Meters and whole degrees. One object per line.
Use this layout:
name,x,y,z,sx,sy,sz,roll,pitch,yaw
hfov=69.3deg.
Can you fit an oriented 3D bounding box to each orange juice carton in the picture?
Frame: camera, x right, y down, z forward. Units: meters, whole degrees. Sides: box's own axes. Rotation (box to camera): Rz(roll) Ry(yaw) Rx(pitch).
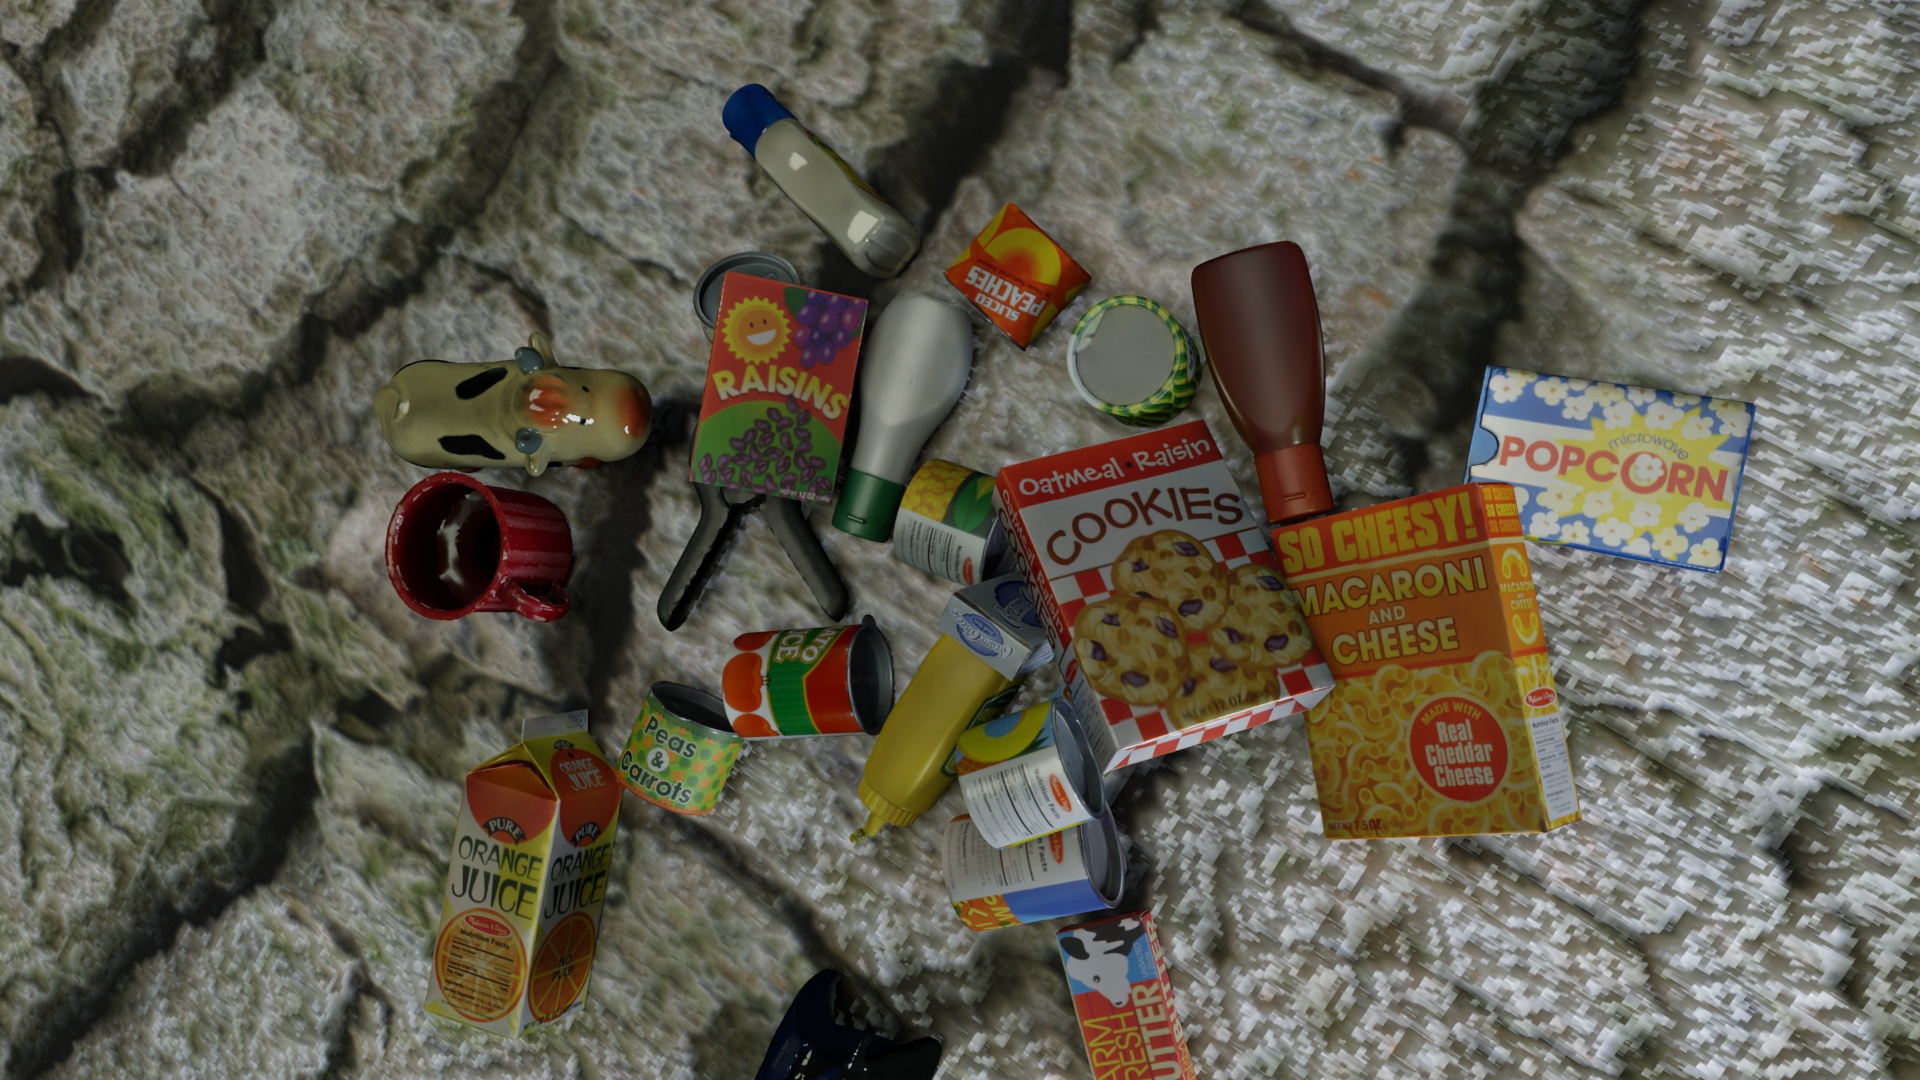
orange juice carton,-0.271,0.204,0.878,0.073,0.072,0.192,10,90,19

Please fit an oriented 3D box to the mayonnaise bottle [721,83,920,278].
mayonnaise bottle,-0.089,-0.223,0.852,0.041,0.065,0.148,-47,70,12

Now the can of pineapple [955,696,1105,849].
can of pineapple,0.037,0.121,0.728,0.058,0.071,0.071,-22,80,16

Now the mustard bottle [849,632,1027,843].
mustard bottle,-0.018,0.115,0.804,0.049,0.065,0.160,38,105,21

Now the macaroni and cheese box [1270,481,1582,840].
macaroni and cheese box,0.231,0.064,0.705,0.123,0.040,0.166,-16,79,46

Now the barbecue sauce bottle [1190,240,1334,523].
barbecue sauce bottle,0.171,-0.085,0.760,0.065,0.044,0.148,-13,83,18

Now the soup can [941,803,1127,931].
soup can,0.042,0.179,0.775,0.083,0.071,0.071,-17,81,21

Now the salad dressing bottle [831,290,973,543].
salad dressing bottle,-0.038,-0.073,0.832,0.064,0.044,0.147,20,94,10

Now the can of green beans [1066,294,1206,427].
can of green beans,0.098,-0.100,0.779,0.071,0.058,0.071,-1,86,19

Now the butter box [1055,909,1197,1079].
butter box,0.093,0.262,0.773,0.053,0.024,0.103,-18,80,18

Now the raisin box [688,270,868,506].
raisin box,-0.106,-0.088,0.814,0.086,0.040,0.123,10,94,-9

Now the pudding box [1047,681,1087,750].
pudding box,0.064,0.102,0.781,0.030,0.049,0.083,42,100,18

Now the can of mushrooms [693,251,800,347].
can of mushrooms,-0.127,-0.142,0.858,0.071,0.033,0.071,-1,59,3

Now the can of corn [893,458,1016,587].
can of corn,0.003,-0.010,0.803,0.058,0.071,0.071,20,93,20

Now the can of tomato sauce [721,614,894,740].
can of tomato sauce,-0.090,0.083,0.826,0.083,0.071,0.071,-6,85,19

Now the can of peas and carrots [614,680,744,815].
can of peas and carrots,-0.171,0.127,0.849,0.071,0.071,0.058,27,96,19

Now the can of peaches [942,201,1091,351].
can of peaches,0.033,-0.152,0.798,0.058,0.071,0.071,-46,74,10

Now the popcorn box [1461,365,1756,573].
popcorn box,0.325,-0.036,0.706,0.127,0.038,0.085,12,91,19

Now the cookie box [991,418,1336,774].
cookie box,0.102,0.024,0.729,0.123,0.040,0.168,-14,64,-16

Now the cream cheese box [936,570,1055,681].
cream cheese box,0.033,0.044,0.766,0.053,0.104,0.024,36,110,18
